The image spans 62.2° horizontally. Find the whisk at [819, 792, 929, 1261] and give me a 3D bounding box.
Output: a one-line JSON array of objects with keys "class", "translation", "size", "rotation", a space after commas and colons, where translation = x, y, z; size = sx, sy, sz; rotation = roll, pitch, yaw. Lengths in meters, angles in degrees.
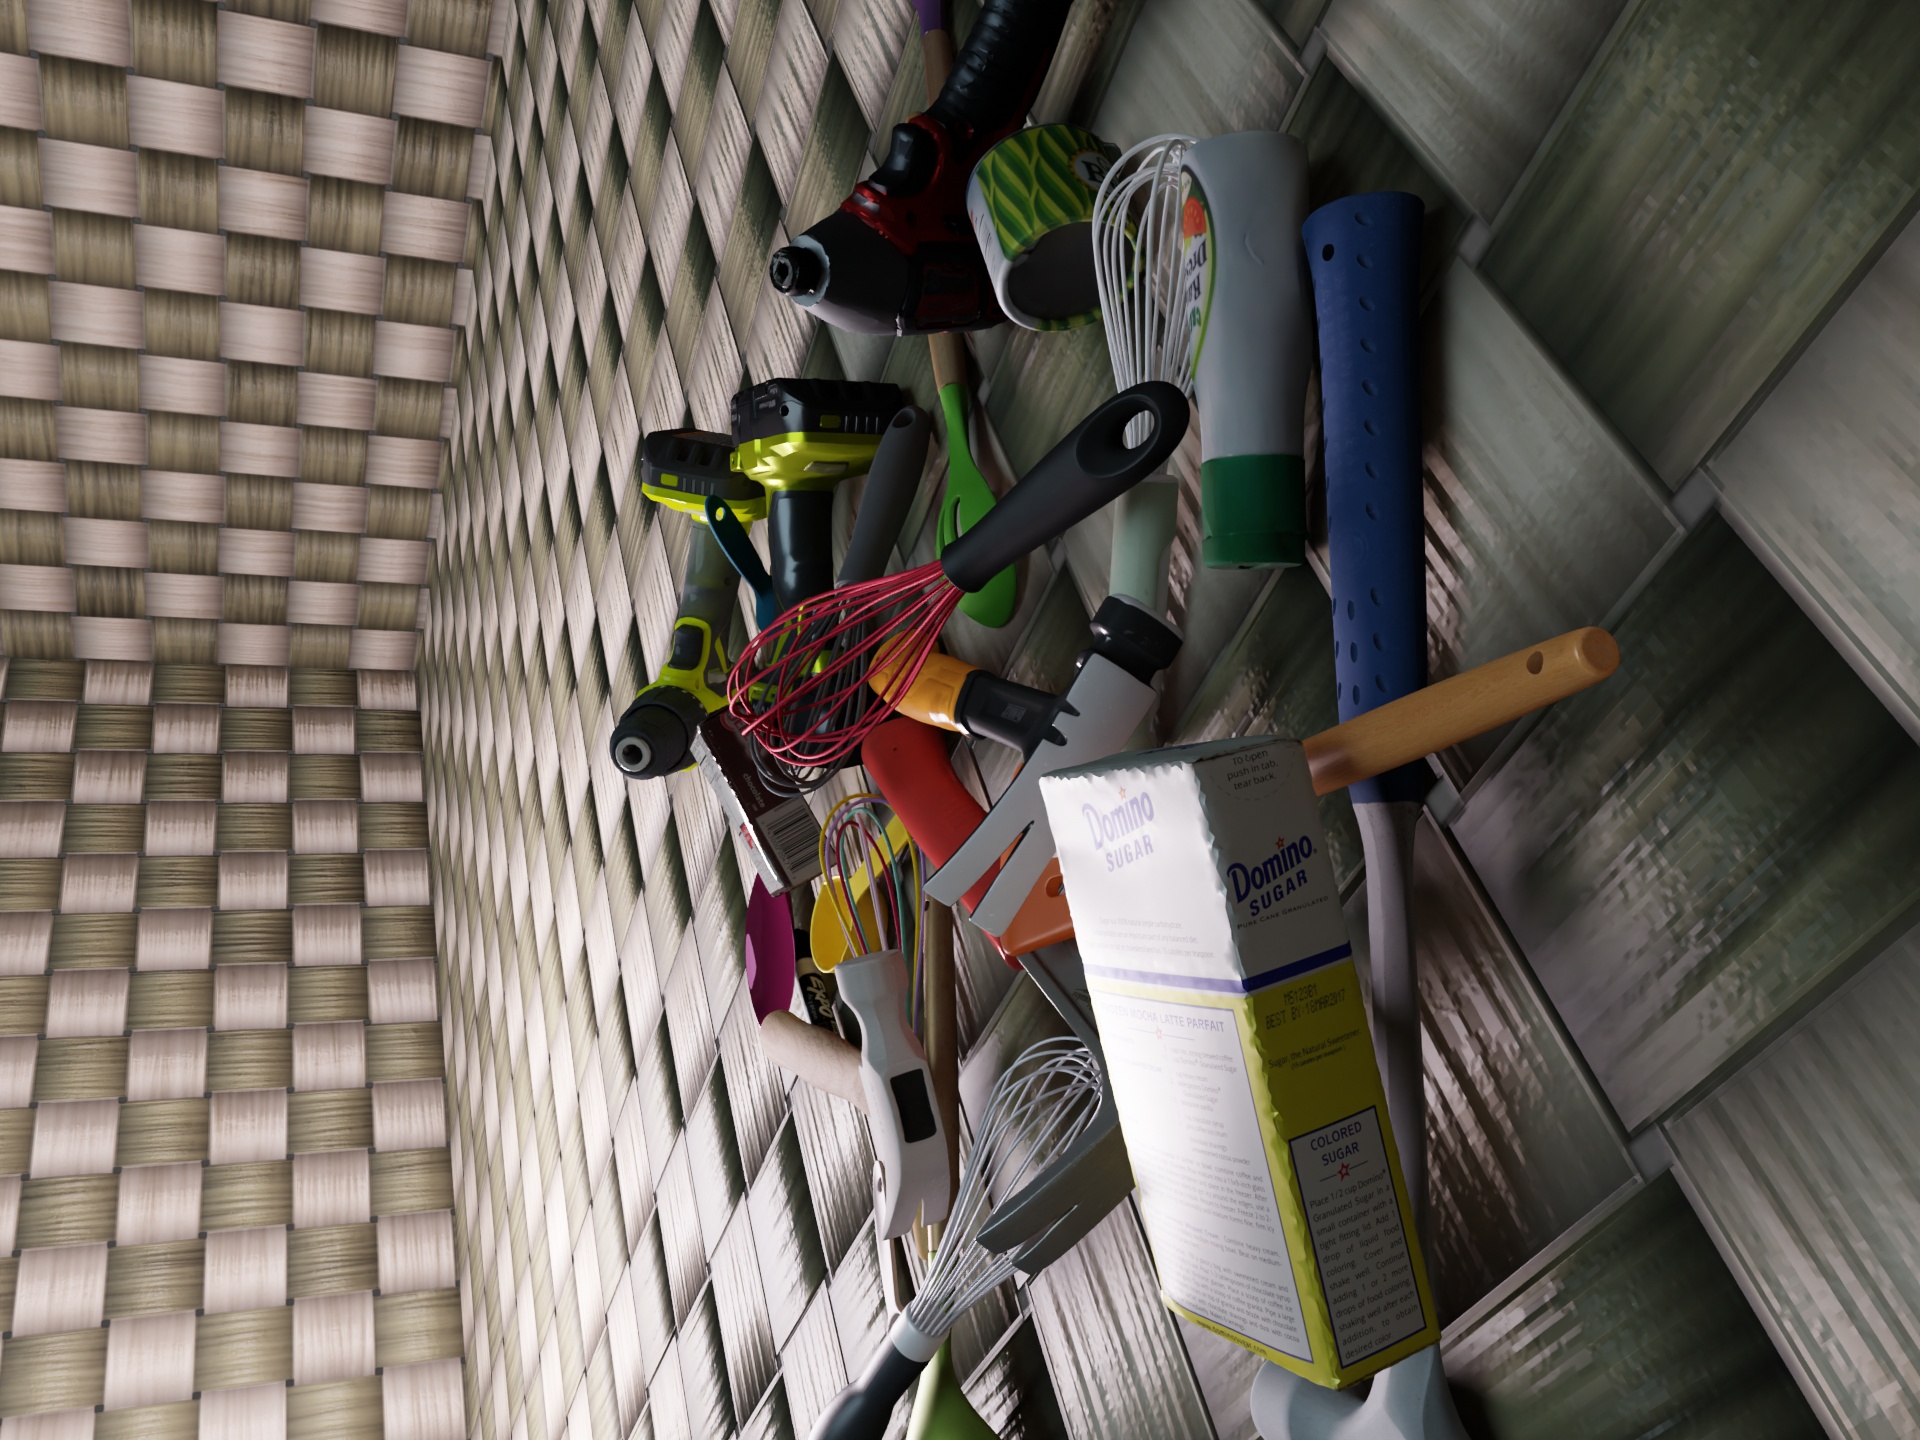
[{"class": "whisk", "translation": [-0.036, 0.159, 0.838], "size": [0.051, 0.047, 0.245], "rotation": [-17, 79, 38]}]

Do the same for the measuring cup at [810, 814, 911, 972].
[{"class": "measuring cup", "translation": [-0.040, 0.086, 0.901], "size": [0.156, 0.029, 0.062], "rotation": [-54, 36, 33]}]

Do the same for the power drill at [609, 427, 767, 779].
[{"class": "power drill", "translation": [-0.181, -0.076, 1.075], "size": [0.190, 0.080, 0.228], "rotation": [-57, -22, -76]}]

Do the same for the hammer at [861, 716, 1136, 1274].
[{"class": "hammer", "translation": [0.011, 0.081, 0.706], "size": [0.149, 0.036, 0.359], "rotation": [-48, 26, 1]}]

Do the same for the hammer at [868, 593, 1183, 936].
[{"class": "hammer", "translation": [-0.001, -0.002, 0.709], "size": [0.127, 0.034, 0.337], "rotation": [-58, 15, -2]}]

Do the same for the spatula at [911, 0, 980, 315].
[{"class": "spatula", "translation": [-0.010, -0.350, 0.861], "size": [0.059, 0.018, 0.316], "rotation": [140, 128, -58]}]

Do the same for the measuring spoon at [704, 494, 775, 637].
[{"class": "measuring spoon", "translation": [-0.128, -0.098, 1.022], "size": [0.021, 0.128, 0.042], "rotation": [16, 62, 32]}]

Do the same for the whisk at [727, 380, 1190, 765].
[{"class": "whisk", "translation": [-0.011, -0.056, 0.672], "size": [0.296, 0.073, 0.073], "rotation": [-34, 57, 42]}]

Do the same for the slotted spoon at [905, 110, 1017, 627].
[{"class": "slotted spoon", "translation": [-0.008, -0.194, 0.838], "size": [0.070, 0.031, 0.314], "rotation": [131, 137, -60]}]

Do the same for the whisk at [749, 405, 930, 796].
[{"class": "whisk", "translation": [-0.057, -0.069, 0.839], "size": [0.055, 0.055, 0.239], "rotation": [-35, 34, 61]}]

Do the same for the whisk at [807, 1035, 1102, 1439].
[{"class": "whisk", "translation": [-0.003, 0.245, 0.692], "size": [0.284, 0.070, 0.070], "rotation": [-59, 35, 23]}]

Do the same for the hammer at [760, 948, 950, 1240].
[{"class": "hammer", "translation": [-0.065, 0.182, 0.829], "size": [0.331, 0.031, 0.130], "rotation": [157, 99, -73]}]

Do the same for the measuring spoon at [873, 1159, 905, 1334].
[{"class": "measuring spoon", "translation": [-0.033, 0.301, 0.881], "size": [0.124, 0.018, 0.034], "rotation": [-102, 27, -42]}]

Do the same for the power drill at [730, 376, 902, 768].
[{"class": "power drill", "translation": [-0.084, -0.084, 0.942], "size": [0.171, 0.080, 0.223], "rotation": [-170, 78, -66]}]

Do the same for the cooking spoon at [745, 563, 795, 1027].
[{"class": "cooking spoon", "translation": [-0.121, 0.043, 1.054], "size": [0.069, 0.017, 0.319], "rotation": [-26, 61, 53]}]

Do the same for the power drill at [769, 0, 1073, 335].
[{"class": "power drill", "translation": [-0.007, -0.274, 0.699], "size": [0.079, 0.143, 0.219], "rotation": [40, 127, 29]}]

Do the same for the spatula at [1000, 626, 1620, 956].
[{"class": "spatula", "translation": [0.087, 0.021, 0.509], "size": [0.322, 0.041, 0.081], "rotation": [143, 135, -66]}]

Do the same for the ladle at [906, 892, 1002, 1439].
[{"class": "ladle", "translation": [0.003, 0.234, 0.783], "size": [0.078, 0.062, 0.320], "rotation": [138, 136, -56]}]

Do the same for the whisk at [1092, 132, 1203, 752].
[{"class": "whisk", "translation": [0.076, -0.104, 0.631], "size": [0.058, 0.059, 0.246], "rotation": [-39, -47, -73]}]

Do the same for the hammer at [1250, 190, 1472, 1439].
[{"class": "hammer", "translation": [0.137, 0.036, 0.492], "size": [0.144, 0.035, 0.405], "rotation": [167, 104, -65]}]
